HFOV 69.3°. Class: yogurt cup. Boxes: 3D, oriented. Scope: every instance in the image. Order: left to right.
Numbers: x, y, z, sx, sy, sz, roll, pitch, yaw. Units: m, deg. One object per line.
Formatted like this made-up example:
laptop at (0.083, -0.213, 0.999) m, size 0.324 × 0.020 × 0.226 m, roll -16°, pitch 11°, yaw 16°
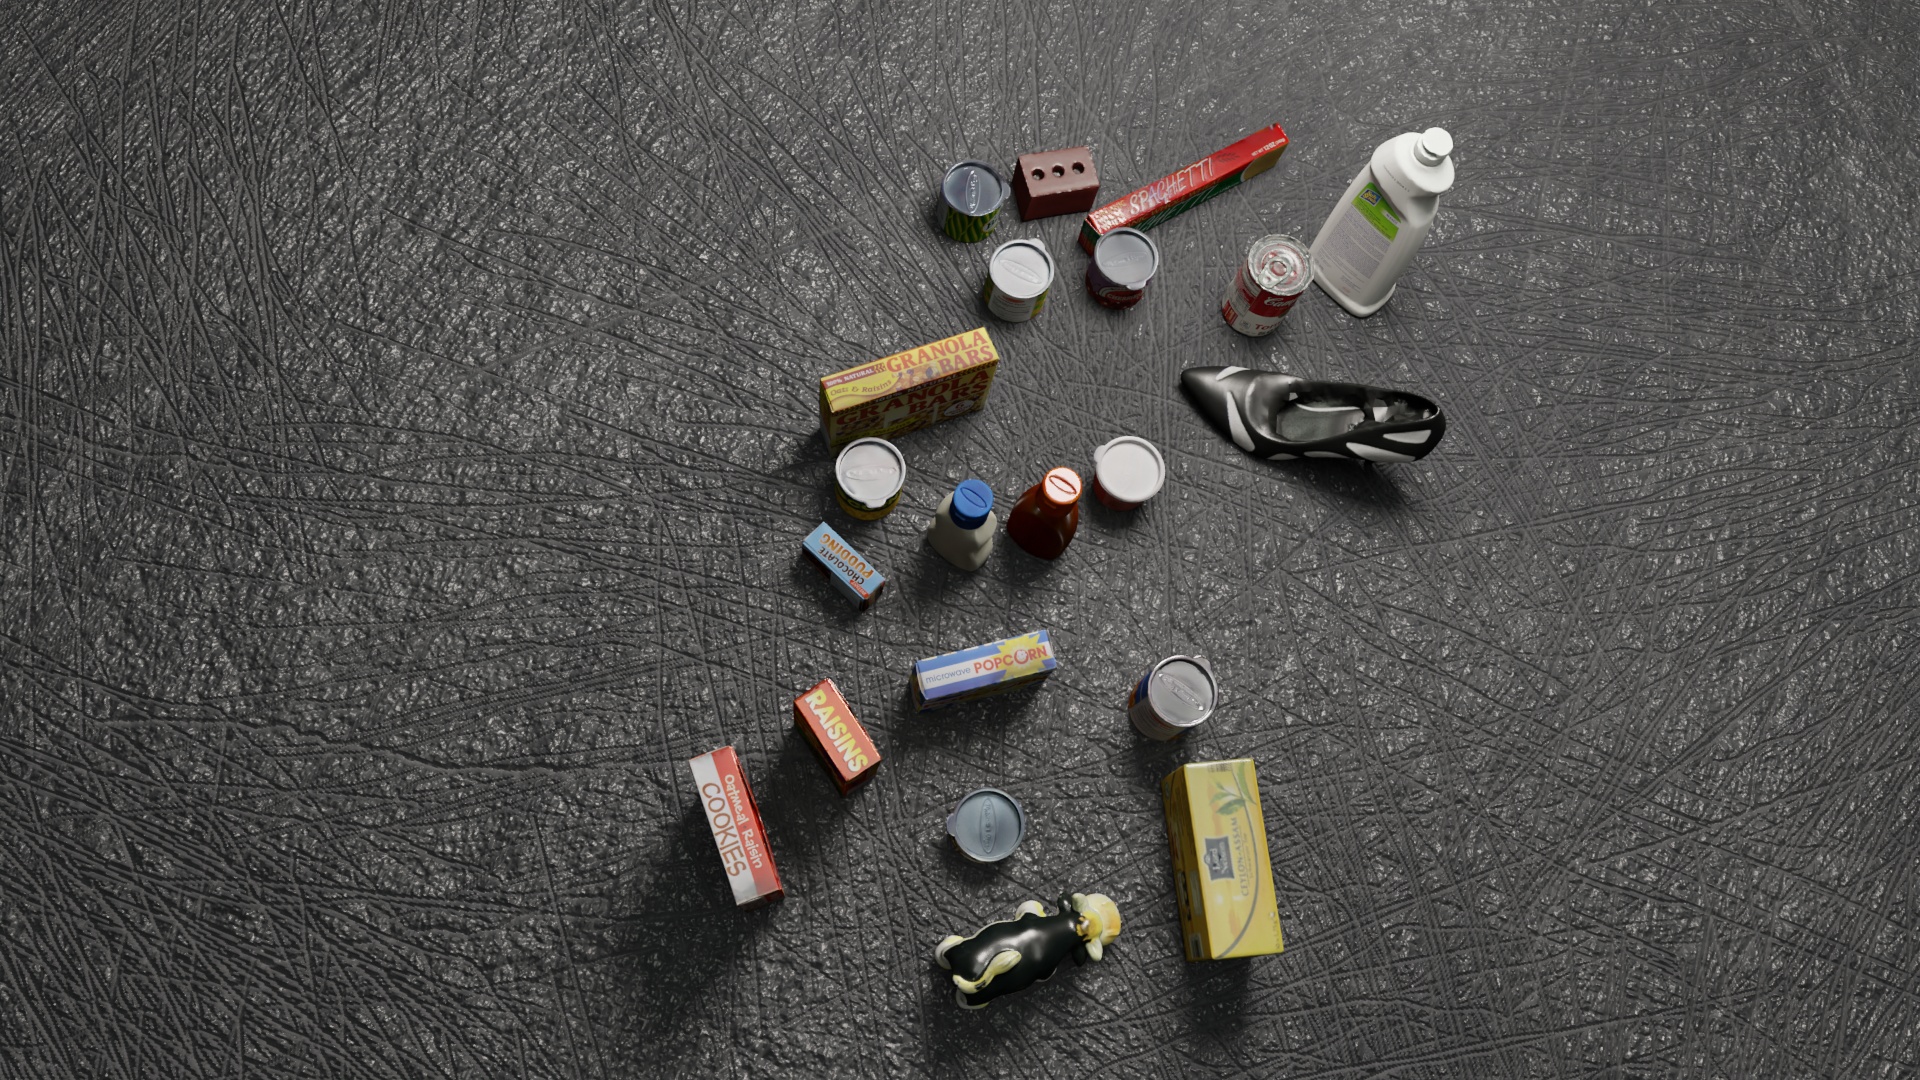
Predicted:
yogurt cup at (0.163, -0.063, 1.371) m, size 0.072 × 0.053 × 0.072 m, roll 2°, pitch 73°, yaw -6°

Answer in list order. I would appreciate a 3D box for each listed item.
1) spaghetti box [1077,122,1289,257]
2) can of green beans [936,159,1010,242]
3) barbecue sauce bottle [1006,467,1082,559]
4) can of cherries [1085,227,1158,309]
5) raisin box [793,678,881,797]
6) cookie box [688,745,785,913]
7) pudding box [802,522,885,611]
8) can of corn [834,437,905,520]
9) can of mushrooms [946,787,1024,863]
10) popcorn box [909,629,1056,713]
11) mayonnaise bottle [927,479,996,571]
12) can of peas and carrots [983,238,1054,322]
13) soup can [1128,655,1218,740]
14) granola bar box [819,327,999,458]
spaghetti box at (0.238, -0.374, 1.480) m, size 0.251 × 0.050 × 0.029 m, roll -29°, pitch 78°, yaw -14°
can of green beans at (0.010, -0.352, 1.444) m, size 0.071 × 0.057 × 0.071 m, roll 2°, pitch 73°, yaw -6°
barbecue sauce bottle at (0.083, -0.027, 1.302) m, size 0.065 × 0.148 × 0.044 m, roll 34°, pitch 73°, yaw 5°
can of cherries at (0.166, -0.278, 1.438) m, size 0.071 × 0.058 × 0.071 m, roll 2°, pitch 73°, yaw -6°
raisin box at (-0.110, 0.177, 1.229) m, size 0.040 × 0.123 × 0.086 m, roll -32°, pitch 79°, yaw -14°
cookie box at (-0.186, 0.247, 1.176) m, size 0.040 × 0.167 × 0.123 m, roll -20°, pitch 76°, yaw -11°
pudding box at (-0.112, 0.025, 1.316) m, size 0.084 × 0.049 × 0.030 m, roll 43°, pitch 73°, yaw 7°
can of corn at (-0.088, -0.056, 1.340) m, size 0.071 × 0.058 × 0.071 m, roll 2°, pitch 73°, yaw -6°
can of mushrooms at (0.021, 0.259, 1.265) m, size 0.071 × 0.033 × 0.071 m, roll 2°, pitch 72°, yaw -6°
popcorn box at (0.019, 0.122, 1.281) m, size 0.127 × 0.085 × 0.038 m, roll -13°, pitch 75°, yaw -10°
mayonnaise bottle at (0.005, -0.016, 1.290) m, size 0.065 × 0.147 × 0.041 m, roll 37°, pitch 73°, yaw 6°
can of peas and carrots at (0.060, -0.267, 1.422) m, size 0.071 × 0.058 × 0.071 m, roll 2°, pitch 73°, yaw -6°
soup can at (0.199, 0.146, 1.294) m, size 0.071 × 0.083 × 0.071 m, roll 2°, pitch 73°, yaw -6°
granola bar box at (-0.053, -0.142, 1.336) m, size 0.166 × 0.124 × 0.039 m, roll -19°, pitch 76°, yaw -12°
